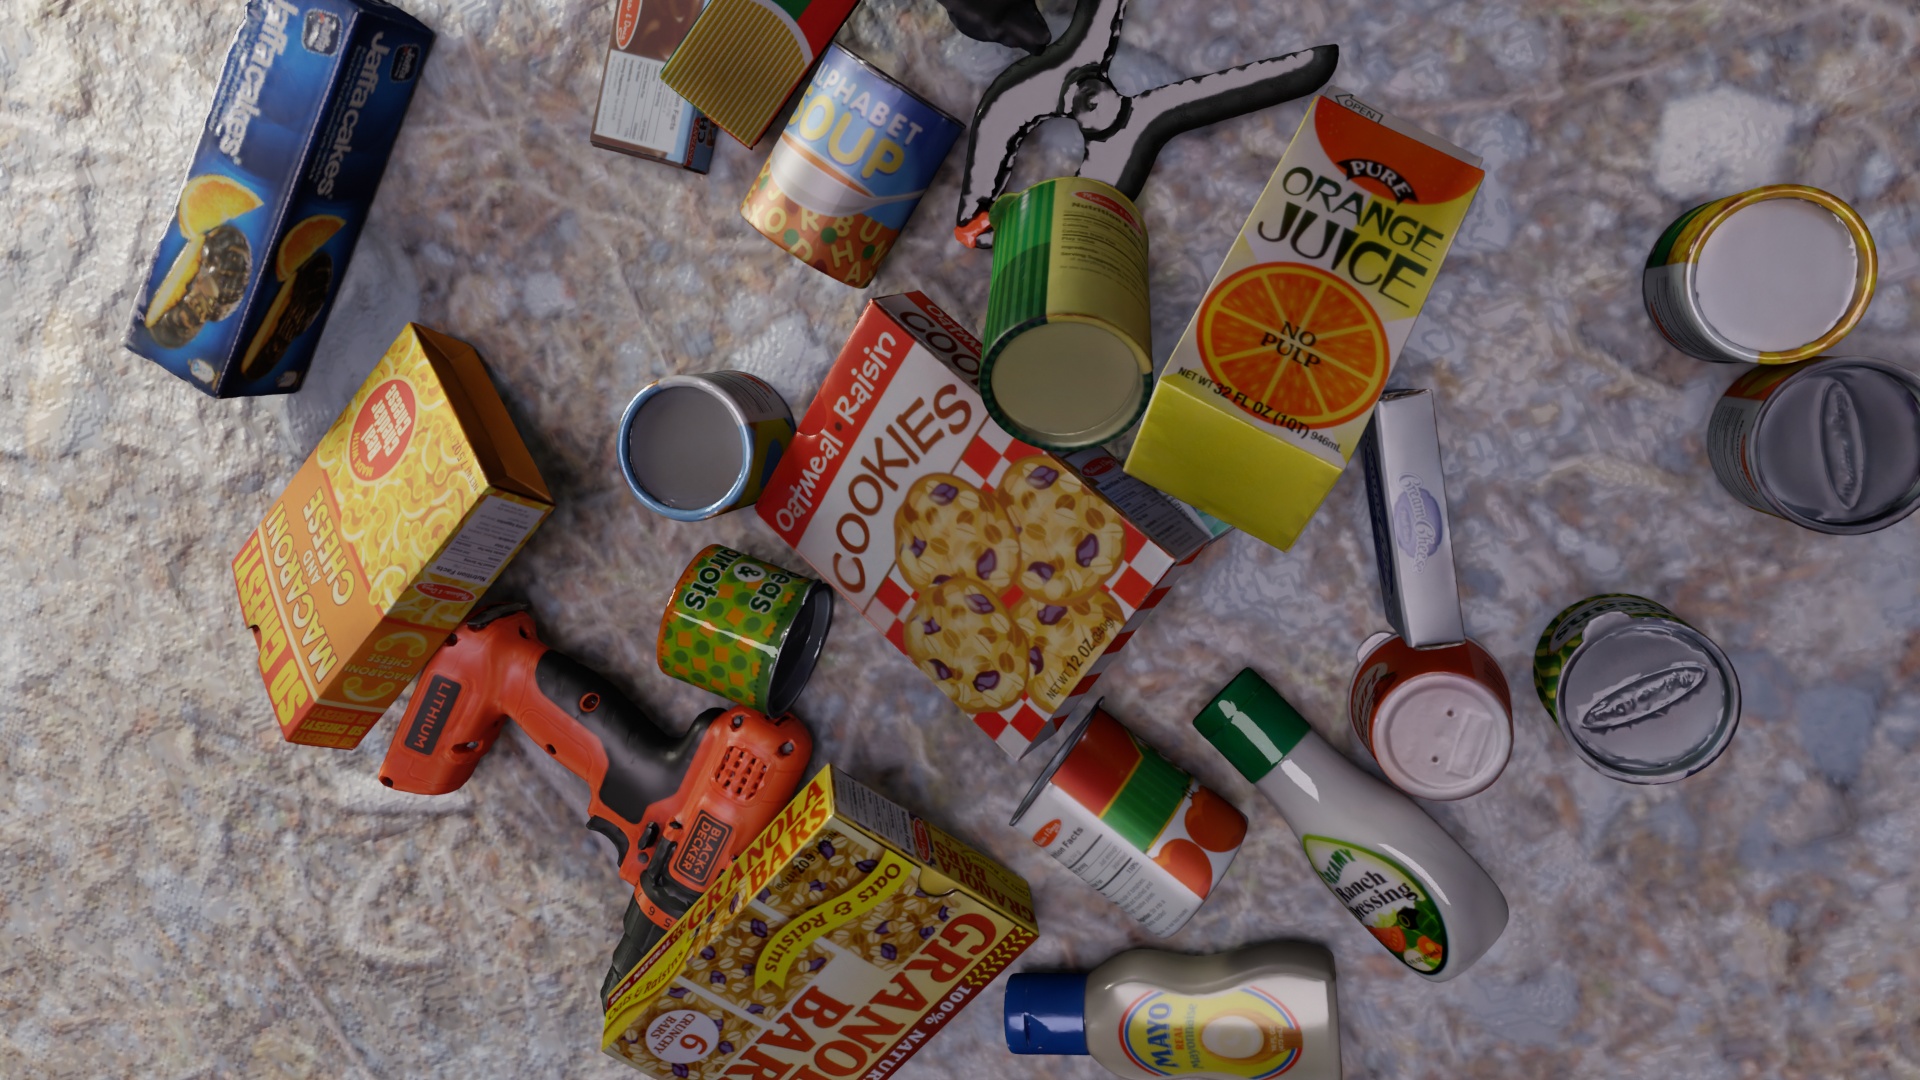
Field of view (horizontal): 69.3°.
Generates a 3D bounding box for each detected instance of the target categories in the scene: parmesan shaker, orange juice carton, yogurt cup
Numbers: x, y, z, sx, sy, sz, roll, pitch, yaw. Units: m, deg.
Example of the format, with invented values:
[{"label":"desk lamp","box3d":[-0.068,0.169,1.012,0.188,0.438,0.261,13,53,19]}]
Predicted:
[{"label":"parmesan shaker","box3d":[0.040,-0.092,0.553,0.071,0.103,0.071,3,132,4]},{"label":"orange juice carton","box3d":[0.140,-0.098,0.536,0.072,0.072,0.193,27,66,8]},{"label":"yogurt cup","box3d":[0.198,0.075,0.581,0.072,0.054,0.072,2,99,12]}]

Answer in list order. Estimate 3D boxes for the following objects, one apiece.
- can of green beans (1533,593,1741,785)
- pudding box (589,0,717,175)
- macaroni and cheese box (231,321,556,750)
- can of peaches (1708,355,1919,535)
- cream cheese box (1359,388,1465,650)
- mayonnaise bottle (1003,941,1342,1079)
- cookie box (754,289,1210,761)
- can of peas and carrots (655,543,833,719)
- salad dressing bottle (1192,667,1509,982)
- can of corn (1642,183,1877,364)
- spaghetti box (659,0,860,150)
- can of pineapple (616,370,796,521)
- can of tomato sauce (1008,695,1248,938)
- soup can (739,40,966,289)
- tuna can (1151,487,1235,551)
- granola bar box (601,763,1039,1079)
[{"label":"can of green beans","box3d":[0.270,0.058,0.560,0.071,0.058,0.071,2,98,13]},{"label":"pudding box","box3d":[-0.133,-0.214,0.632,0.050,0.030,0.083,16,101,12]},{"label":"macaroni and cheese box","box3d":[-0.276,-0.002,0.661,0.166,0.040,0.124,-47,55,14]},{"label":"can of peaches","box3d":[0.332,-0.038,0.532,0.071,0.058,0.071,2,97,13]},{"label":"cream cheese box","box3d":[0.184,-0.011,0.573,0.024,0.053,0.103,-9,96,7]},{"label":"mayonnaise bottle","box3d":[0.095,0.216,0.630,0.148,0.041,0.064,-4,98,13]},{"label":"cookie box","box3d":[0.002,-0.007,0.592,0.168,0.040,0.122,42,122,15]},{"label":"can of peas and carrots","box3d":[-0.098,0.039,0.638,0.059,0.071,0.070,20,102,10]},{"label":"salad dressing bottle","box3d":[0.164,0.119,0.595,0.148,0.044,0.064,46,149,11]},{"label":"can of corn","box3d":[0.305,-0.102,0.530,0.071,0.058,0.071,2,98,13]},{"label":"spaghetti box","box3d":[-0.035,-0.281,0.584,0.050,0.029,0.249,36,100,-15]},{"label":"can of pineapple","box3d":[-0.116,-0.042,0.636,0.071,0.058,0.071,2,98,13]},{"label":"can of tomato sauce","box3d":[0.075,0.122,0.611,0.083,0.071,0.071,36,104,6]},{"label":"soup can","box3d":[-0.048,-0.161,0.598,0.071,0.071,0.083,35,104,7]},{"label":"tuna can","box3d":[0.115,-0.028,0.581,0.071,0.071,0.033,-38,88,15]},{"label":"granola bar box","box3d":[-0.064,0.196,0.639,0.124,0.039,0.165,36,106,-24]}]
